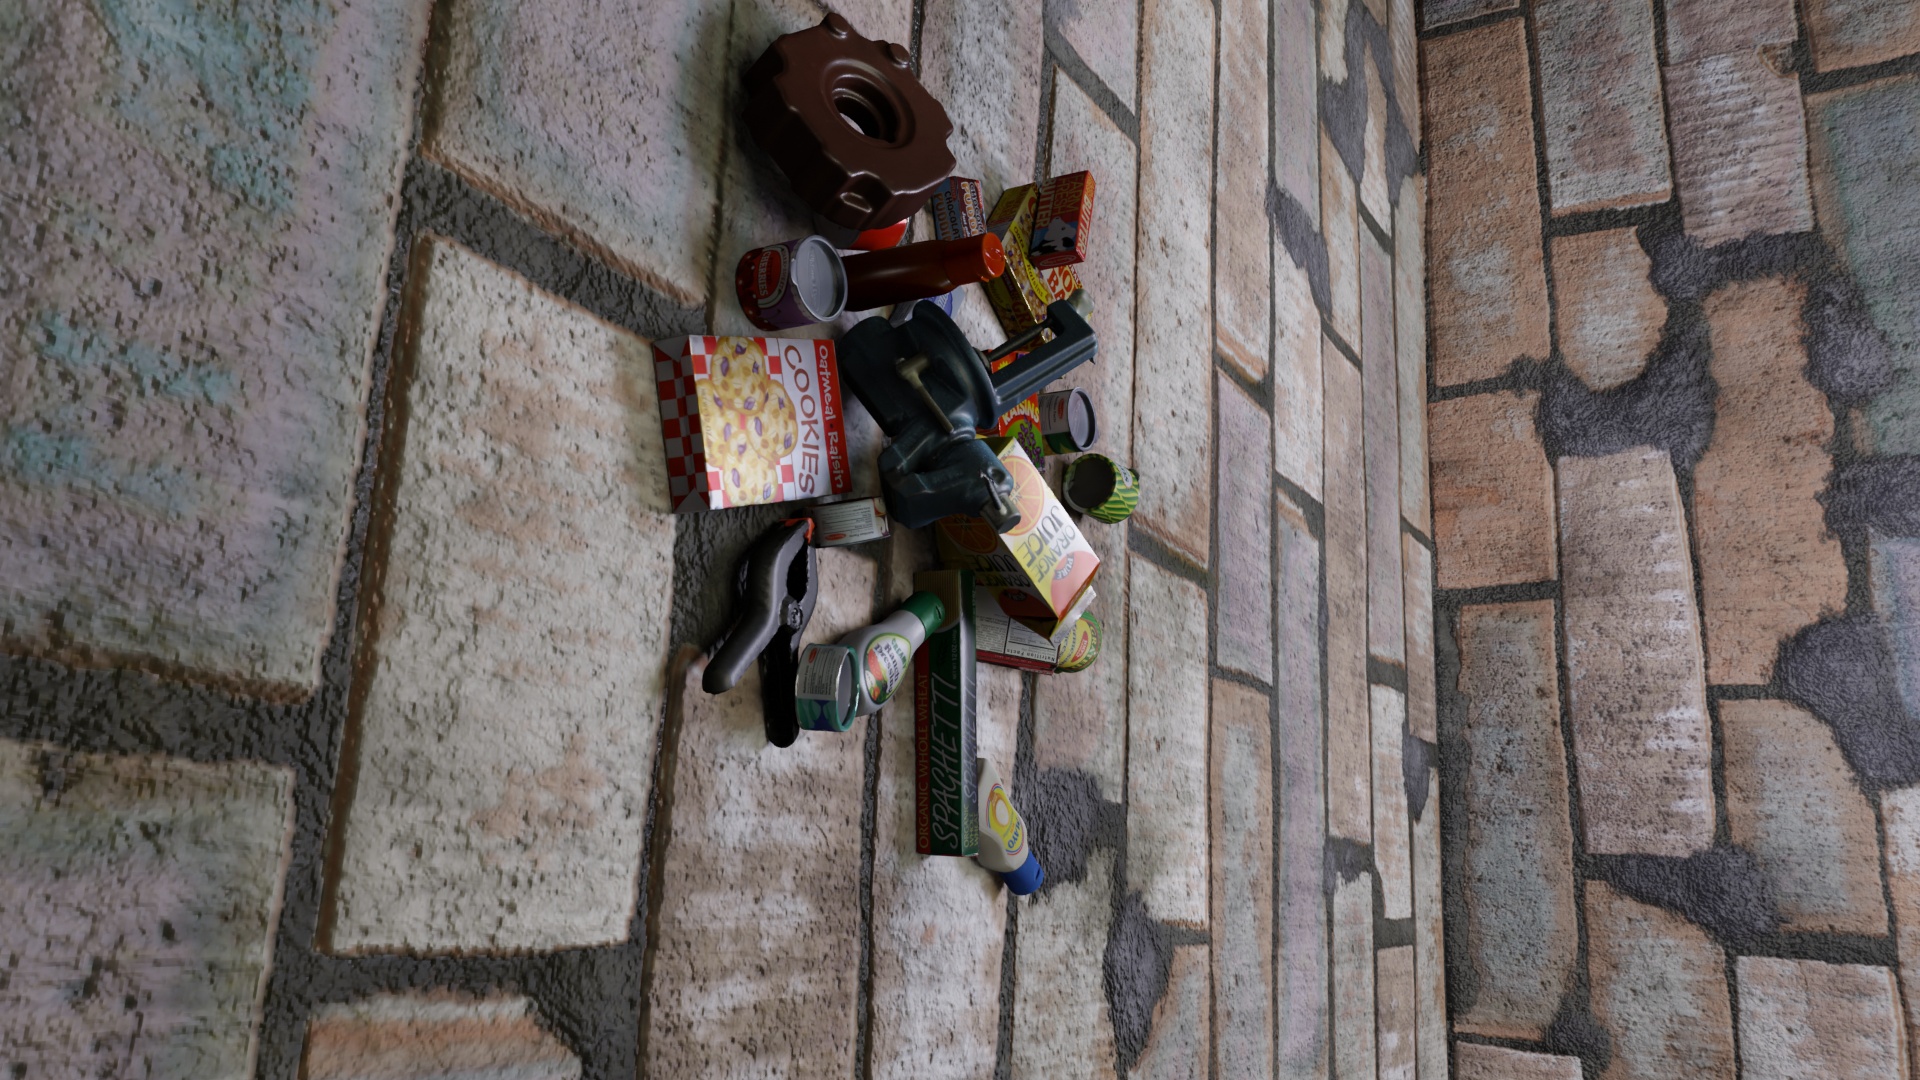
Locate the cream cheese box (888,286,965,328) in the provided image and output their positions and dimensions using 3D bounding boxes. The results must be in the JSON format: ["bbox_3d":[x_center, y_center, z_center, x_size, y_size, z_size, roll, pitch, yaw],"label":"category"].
[{"bbox_3d":[-0.030,-0.210,1.263,0.053,0.024,0.104,58,40,-37],"label":"cream cheese box"}]

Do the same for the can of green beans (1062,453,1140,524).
[{"bbox_3d":[0.151,-0.056,1.497,0.058,0.071,0.071,22,67,-56],"label":"can of green beans"}]

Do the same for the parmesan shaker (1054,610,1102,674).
[{"bbox_3d":[0.086,0.094,1.368,0.103,0.071,0.071,21,68,-56],"label":"parmesan shaker"}]

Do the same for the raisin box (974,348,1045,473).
[{"bbox_3d":[0.041,-0.122,1.353,0.086,0.040,0.123,-10,93,-58],"label":"raisin box"}]

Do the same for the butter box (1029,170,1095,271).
[{"bbox_3d":[0.104,-0.323,1.397,0.024,0.053,0.104,44,48,-49],"label":"butter box"}]

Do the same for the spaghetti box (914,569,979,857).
[{"bbox_3d":[-0.012,0.149,1.211,0.029,0.050,0.250,11,76,-56],"label":"spaghetti box"}]

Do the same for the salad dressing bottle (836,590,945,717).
[{"bbox_3d":[-0.061,0.089,1.145,0.148,0.044,0.064,-44,122,-52],"label":"salad dressing bottle"}]

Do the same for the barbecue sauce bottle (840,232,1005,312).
[{"bbox_3d":[-0.036,-0.220,1.135,0.065,0.148,0.043,11,76,-57],"label":"barbecue sauce bottle"}]

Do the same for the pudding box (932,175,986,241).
[{"bbox_3d":[0.001,-0.301,1.323,0.050,0.030,0.083,-12,95,-60],"label":"pudding box"}]

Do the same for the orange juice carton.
[{"bbox_3d":[0.054,0.004,1.222,0.072,0.073,0.192,-50,118,-28],"label":"orange juice carton"}]

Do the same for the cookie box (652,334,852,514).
[{"bbox_3d":[-0.151,-0.088,1.032,0.168,0.040,0.123,-11,95,-58],"label":"cookie box"}]

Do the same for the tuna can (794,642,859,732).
[{"bbox_3d":[-0.099,0.112,1.045,0.071,0.033,0.071,1,92,-79],"label":"tuna can"}]

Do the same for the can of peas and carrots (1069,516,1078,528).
[{"bbox_3d":[0.077,0.004,1.373,0.071,0.058,0.071,15,72,-58],"label":"can of peas and carrots"}]

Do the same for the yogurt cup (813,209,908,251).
[{"bbox_3d":[-0.084,-0.270,1.148,0.054,0.072,0.072,-22,104,-50],"label":"yogurt cup"}]

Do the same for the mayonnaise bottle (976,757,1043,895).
[{"bbox_3d":[0.033,0.267,1.274,0.147,0.041,0.065,61,36,-33],"label":"mayonnaise bottle"}]

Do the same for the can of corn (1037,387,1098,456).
[{"bbox_3d":[0.102,-0.120,1.433,0.071,0.058,0.071,15,73,-57],"label":"can of corn"}]

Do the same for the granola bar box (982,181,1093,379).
[{"bbox_3d":[0.075,-0.265,1.431,0.165,0.039,0.125,60,38,-34],"label":"granola bar box"}]

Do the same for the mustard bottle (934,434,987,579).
[{"bbox_3d":[0.005,-0.016,1.266,0.065,0.049,0.160,15,74,-52],"label":"mustard bottle"}]

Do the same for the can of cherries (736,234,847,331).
[{"bbox_3d":[-0.130,-0.197,1.064,0.071,0.058,0.071,11,77,-58],"label":"can of cherries"}]

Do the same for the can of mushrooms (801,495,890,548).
[{"bbox_3d":[-0.091,-0.014,1.095,0.071,0.071,0.033,-17,99,-58],"label":"can of mushrooms"}]
